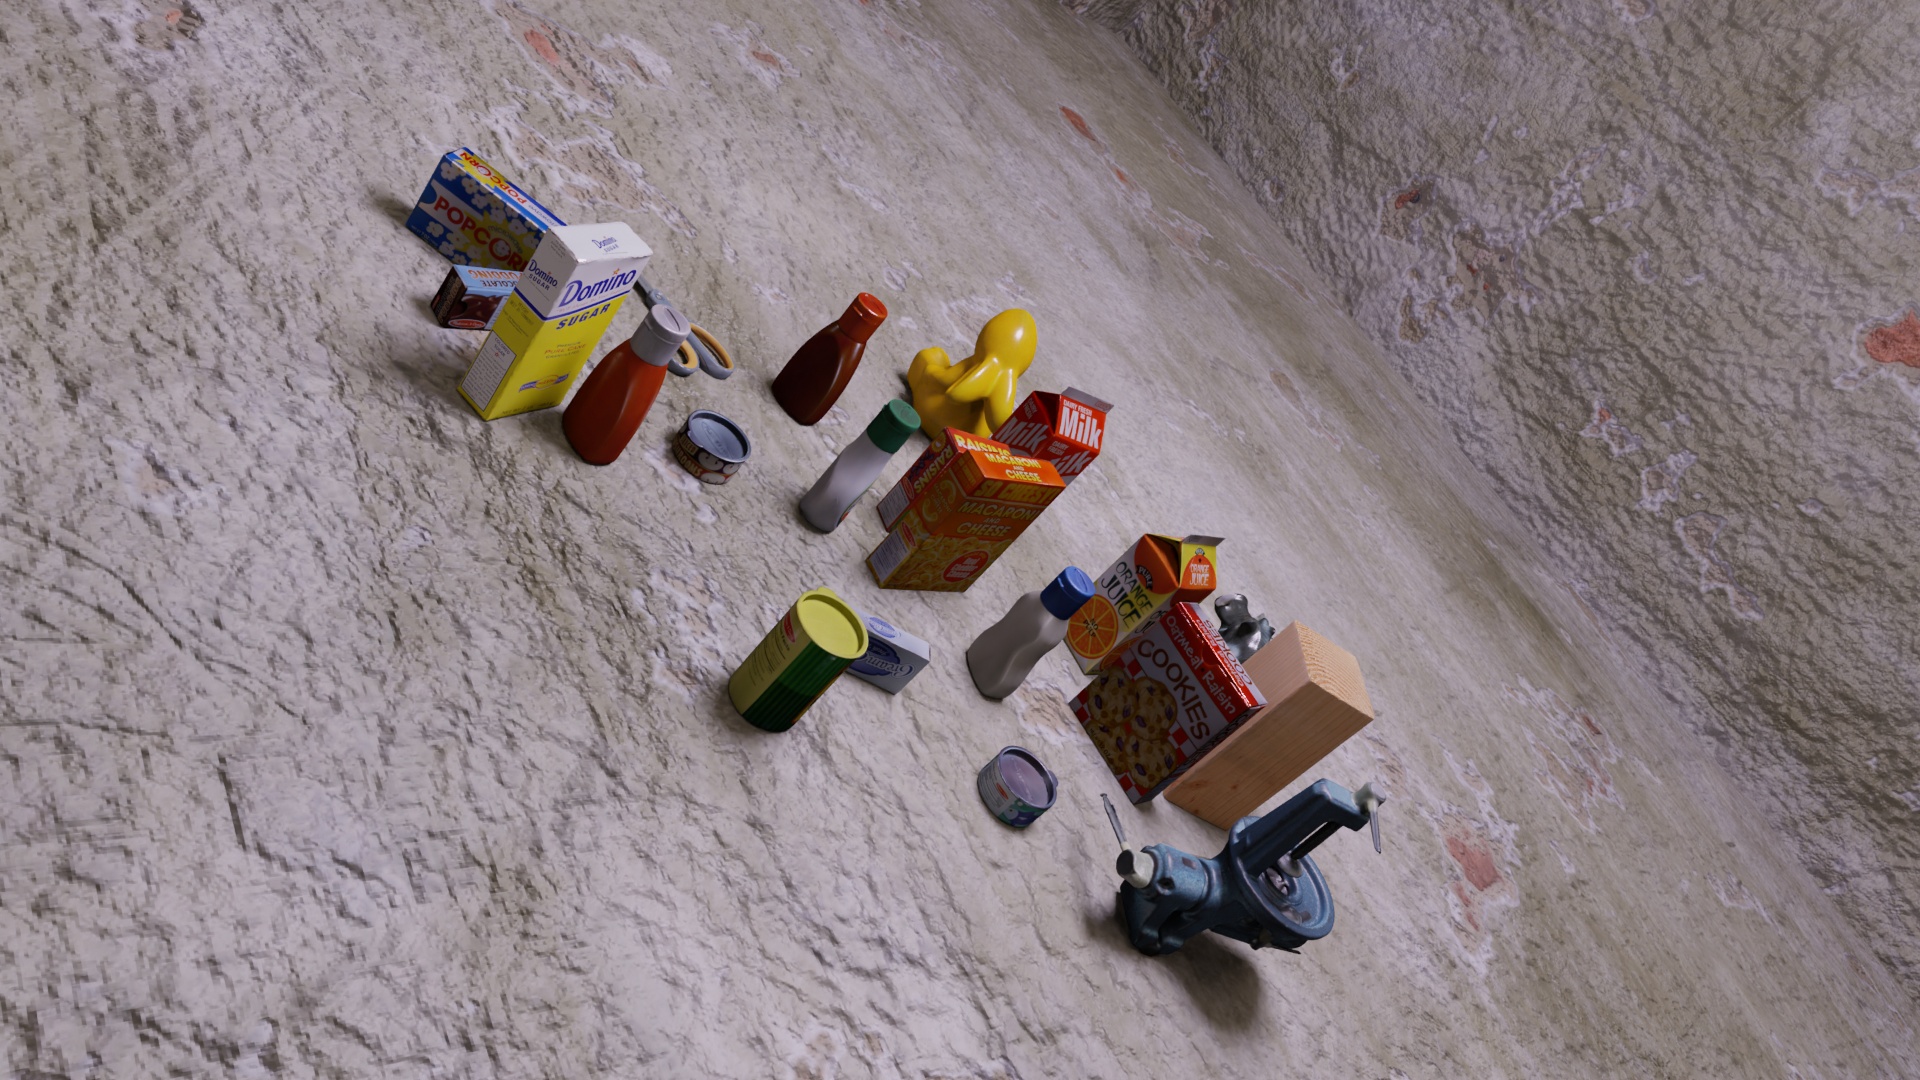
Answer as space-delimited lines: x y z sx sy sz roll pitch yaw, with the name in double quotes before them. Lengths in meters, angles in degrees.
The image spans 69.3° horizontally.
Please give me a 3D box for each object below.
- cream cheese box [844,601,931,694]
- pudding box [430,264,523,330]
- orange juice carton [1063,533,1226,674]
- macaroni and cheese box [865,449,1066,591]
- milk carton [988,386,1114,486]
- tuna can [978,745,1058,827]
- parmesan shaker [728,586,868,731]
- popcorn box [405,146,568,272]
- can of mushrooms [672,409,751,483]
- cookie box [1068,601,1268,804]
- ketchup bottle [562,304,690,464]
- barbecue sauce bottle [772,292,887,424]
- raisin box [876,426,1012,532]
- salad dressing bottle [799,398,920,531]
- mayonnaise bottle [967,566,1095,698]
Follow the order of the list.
"cream cheese box" -0.082 0.093 1.210 0.104 0.053 0.024 28 33 -24
"pudding box" -0.411 -0.210 1.209 0.084 0.049 0.030 -7 56 -54
"orange juice carton" 0.194 0.055 1.451 0.072 0.192 0.073 5 47 -48
"macaroni and cheese box" 0.005 -0.017 1.342 0.124 0.165 0.040 5 47 -48
"milk carton" 0.082 -0.093 1.509 0.072 0.189 0.074 17 38 -38
"tuna can" 0.052 0.218 1.231 0.071 0.032 0.071 30 32 -21
"parmesan shaker" -0.129 0.095 1.101 0.071 0.102 0.072 31 32 -21
"popcorn box" -0.421 -0.280 1.251 0.126 0.085 0.038 38 30 -9
"can of mushrooms" -0.231 -0.086 1.282 0.071 0.033 0.071 30 32 -21
"cookie box" 0.198 0.158 1.349 0.040 0.166 0.123 1 50 -51
"ketchup bottle" -0.280 -0.134 1.168 0.043 0.148 0.065 0 51 -51
"barbecue sauce bottle" -0.131 -0.189 1.419 0.065 0.148 0.044 52 30 14
"raisin box" -0.014 -0.054 1.412 0.086 0.123 0.040 15 40 -40
"salad dressing bottle" -0.095 -0.071 1.312 0.044 0.147 0.064 38 30 -10
"mayonnaise bottle" 0.067 0.084 1.306 0.041 0.147 0.065 17 38 -38
